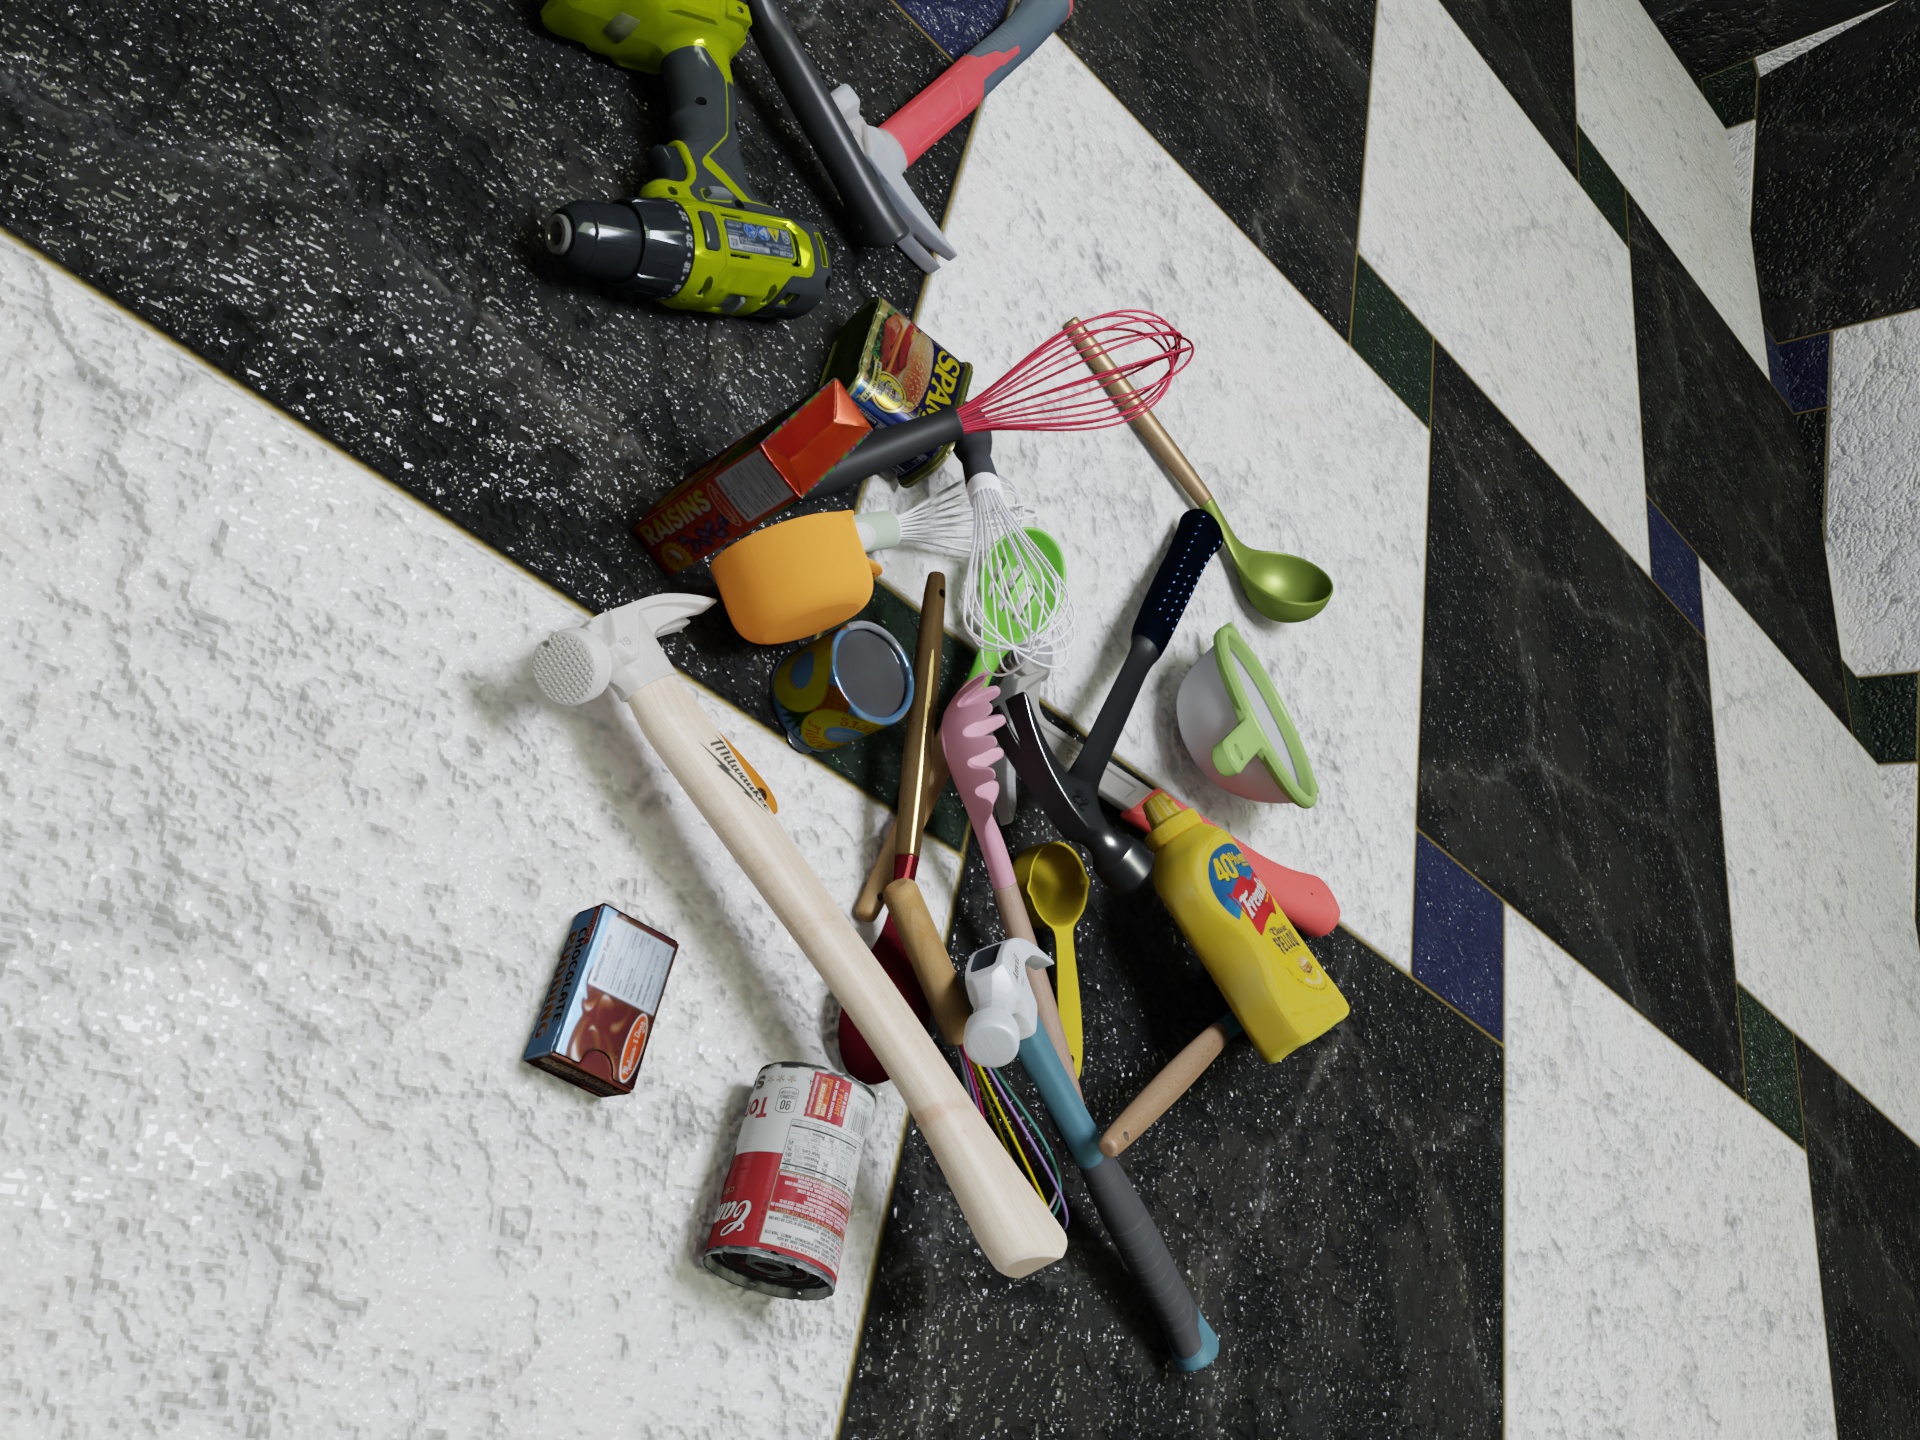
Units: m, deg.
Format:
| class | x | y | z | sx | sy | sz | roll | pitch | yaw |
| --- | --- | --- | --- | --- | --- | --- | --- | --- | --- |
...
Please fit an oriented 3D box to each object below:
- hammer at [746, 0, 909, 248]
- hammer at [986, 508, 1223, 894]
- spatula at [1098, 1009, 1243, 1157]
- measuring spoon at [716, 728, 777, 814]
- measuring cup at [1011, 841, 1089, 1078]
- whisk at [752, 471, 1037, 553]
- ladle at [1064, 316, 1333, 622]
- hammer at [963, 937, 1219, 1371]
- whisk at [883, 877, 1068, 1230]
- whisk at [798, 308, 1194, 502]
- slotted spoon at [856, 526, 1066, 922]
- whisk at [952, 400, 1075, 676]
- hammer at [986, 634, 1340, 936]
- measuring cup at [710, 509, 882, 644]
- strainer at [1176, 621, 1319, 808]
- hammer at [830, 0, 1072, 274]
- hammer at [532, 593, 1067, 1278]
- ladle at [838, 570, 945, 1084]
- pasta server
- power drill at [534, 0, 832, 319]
| class | x | y | z | sx | sy | sz | roll | pitch | yaw |
| --- | --- | --- | --- | --- | --- | --- | --- | --- | --- |
| hammer | -0.128 | -0.468 | 1.057 | 0.035 | 0.146 | 0.334 | -42 | 114 | -26 |
| hammer | 0.127 | -0.051 | 1.143 | 0.144 | 0.035 | 0.406 | 49 | 37 | -14 |
| spatula | 0.150 | 0.218 | 1.035 | 0.317 | 0.044 | 0.082 | -19 | 88 | -60 |
| measuring spoon | -0.140 | 0.010 | 0.902 | 0.116 | 0.011 | 0.021 | 51 | 45 | -17 |
| measuring cup | 0.059 | 0.158 | 1.038 | 0.062 | 0.029 | 0.156 | -1 | 85 | -46 |
| whisk | -0.041 | -0.126 | 1.041 | 0.246 | 0.059 | 0.057 | -16 | 112 | -44 |
| ladle | 0.196 | -0.207 | 1.310 | 0.320 | 0.062 | 0.078 | 50 | 37 | -14 |
| hammer | 0.083 | 0.268 | 0.949 | 0.128 | 0.033 | 0.330 | -82 | 148 | -64 |
| whisk | 0.007 | 0.199 | 0.919 | 0.047 | 0.051 | 0.244 | -68 | 138 | -67 |
| whisk | 0.016 | -0.197 | 1.018 | 0.296 | 0.073 | 0.073 | -22 | 88 | -10 |
| slotted spoon | -0.002 | -0.003 | 1.024 | 0.070 | 0.031 | 0.314 | 43 | 53 | -25 |
| whisk | 0.019 | -0.127 | 1.007 | 0.070 | 0.070 | 0.285 | 32 | 28 | -32 |
| hammer | 0.154 | 0.083 | 1.152 | 0.358 | 0.037 | 0.149 | 32 | 52 | -31 |
| measuring cup | -0.078 | -0.077 | 0.952 | 0.173 | 0.095 | 0.052 | 5 | 64 | -68 |
| strainer | 0.191 | 0.018 | 1.156 | 0.151 | 0.069 | 0.256 | 63 | 20 | 0 |
| hammer | 0.017 | -0.496 | 1.266 | 0.143 | 0.038 | 0.386 | 51 | 44 | -18 |
| hammer | -0.067 | 0.112 | 0.846 | 0.410 | 0.038 | 0.146 | 56 | 23 | -1 |
| ladle | -0.029 | 0.057 | 0.949 | 0.069 | 0.031 | 0.316 | 25 | 63 | -45 |
| pasta server | 0.042 | 0.125 | 0.981 | 0.060 | 0.040 | 0.316 | -62 | 136 | -76 |
| power drill | -0.184 | -0.361 | 0.975 | 0.190 | 0.080 | 0.228 | -7 | 81 | -47 |
